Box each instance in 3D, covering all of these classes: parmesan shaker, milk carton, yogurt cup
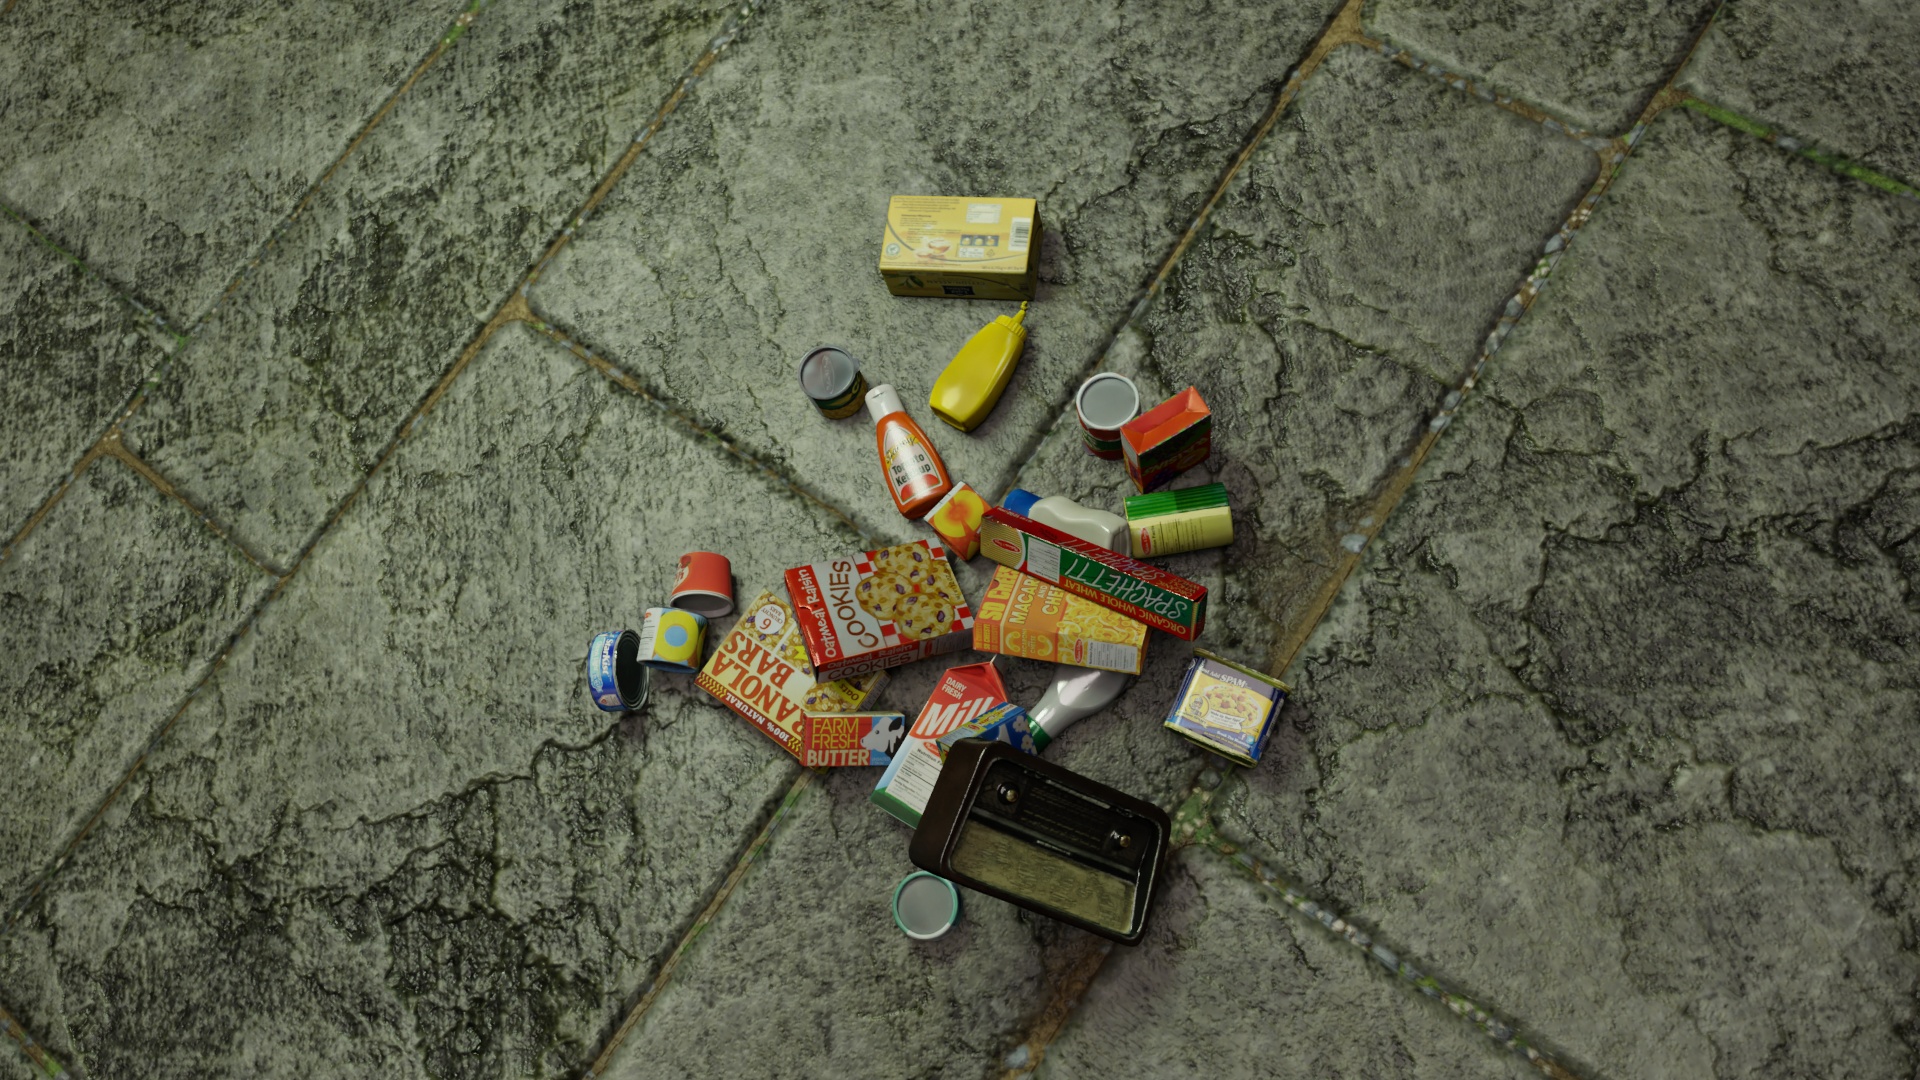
[{"bbox_3d":[0.223,-0.018,1.417,0.103,0.071,0.071,-9,70,6],"label":"parmesan shaker"},{"bbox_3d":[-0.005,0.197,1.380,0.073,0.072,0.191,28,79,17],"label":"milk carton"},{"bbox_3d":[-0.275,0.046,1.486,0.072,0.072,0.054,-5,63,9],"label":"yogurt cup"}]

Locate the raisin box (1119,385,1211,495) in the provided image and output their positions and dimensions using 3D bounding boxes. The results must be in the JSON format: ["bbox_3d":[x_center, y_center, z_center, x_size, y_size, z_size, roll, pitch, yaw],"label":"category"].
[{"bbox_3d":[0.209,-0.100,1.414,0.086,0.123,0.040,-31,70,-1],"label":"raisin box"}]

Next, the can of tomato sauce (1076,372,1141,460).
[{"bbox_3d":[0.155,-0.129,1.455,0.071,0.083,0.071,-3,71,9],"label":"can of tomato sauce"}]

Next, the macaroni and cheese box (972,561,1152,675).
[{"bbox_3d":[0.108,0.070,1.385,0.166,0.040,0.124,8,34,13],"label":"macaroni and cheese box"}]

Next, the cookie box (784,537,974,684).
[{"bbox_3d":[-0.083,0.068,1.409,0.168,0.040,0.123,-12,53,-16],"label":"cookie box"}]

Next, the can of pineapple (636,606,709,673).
[{"bbox_3d":[-0.303,0.106,1.469,0.071,0.071,0.058,4,74,12],"label":"can of pineapple"}]

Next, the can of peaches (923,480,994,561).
[{"bbox_3d":[0.005,-0.018,1.454,0.058,0.071,0.071,-45,70,-6],"label":"can of peaches"}]

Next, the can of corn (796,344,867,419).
[{"bbox_3d":[-0.139,-0.175,1.538,0.071,0.058,0.071,-3,71,9],"label":"can of corn"}]

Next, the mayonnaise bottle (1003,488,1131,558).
[{"bbox_3d":[0.108,-0.014,1.421,0.041,0.064,0.148,-27,37,-35],"label":"mayonnaise bottle"}]

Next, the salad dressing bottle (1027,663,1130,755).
[{"bbox_3d":[0.105,0.161,1.388,0.148,0.044,0.064,-44,76,-5],"label":"salad dressing bottle"}]

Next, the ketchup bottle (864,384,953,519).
[{"bbox_3d":[-0.061,-0.099,1.506,0.065,0.043,0.149,-27,68,6],"label":"ketchup bottle"}]

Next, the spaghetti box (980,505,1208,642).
[{"bbox_3d":[0.127,0.031,1.362,0.250,0.050,0.029,22,38,30],"label":"spaghetti box"}]

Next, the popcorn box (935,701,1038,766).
[{"bbox_3d":[0.035,0.229,1.328,0.085,0.038,0.126,-26,111,-26],"label":"popcorn box"}]

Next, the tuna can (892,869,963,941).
[{"bbox_3d":[-0.032,0.353,1.353,0.071,0.032,0.071,-3,72,9],"label":"tuna can"}]

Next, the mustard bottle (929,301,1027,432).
[{"bbox_3d":[0.031,-0.196,1.519,0.065,0.048,0.160,32,79,18],"label":"mustard bottle"}]

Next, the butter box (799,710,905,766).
[{"bbox_3d":[-0.109,0.198,1.392,0.104,0.024,0.053,2,92,-21],"label":"butter box"}]

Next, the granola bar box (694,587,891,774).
[{"bbox_3d":[-0.175,0.145,1.446,0.166,0.039,0.124,32,80,18],"label":"granola bar box"}]
